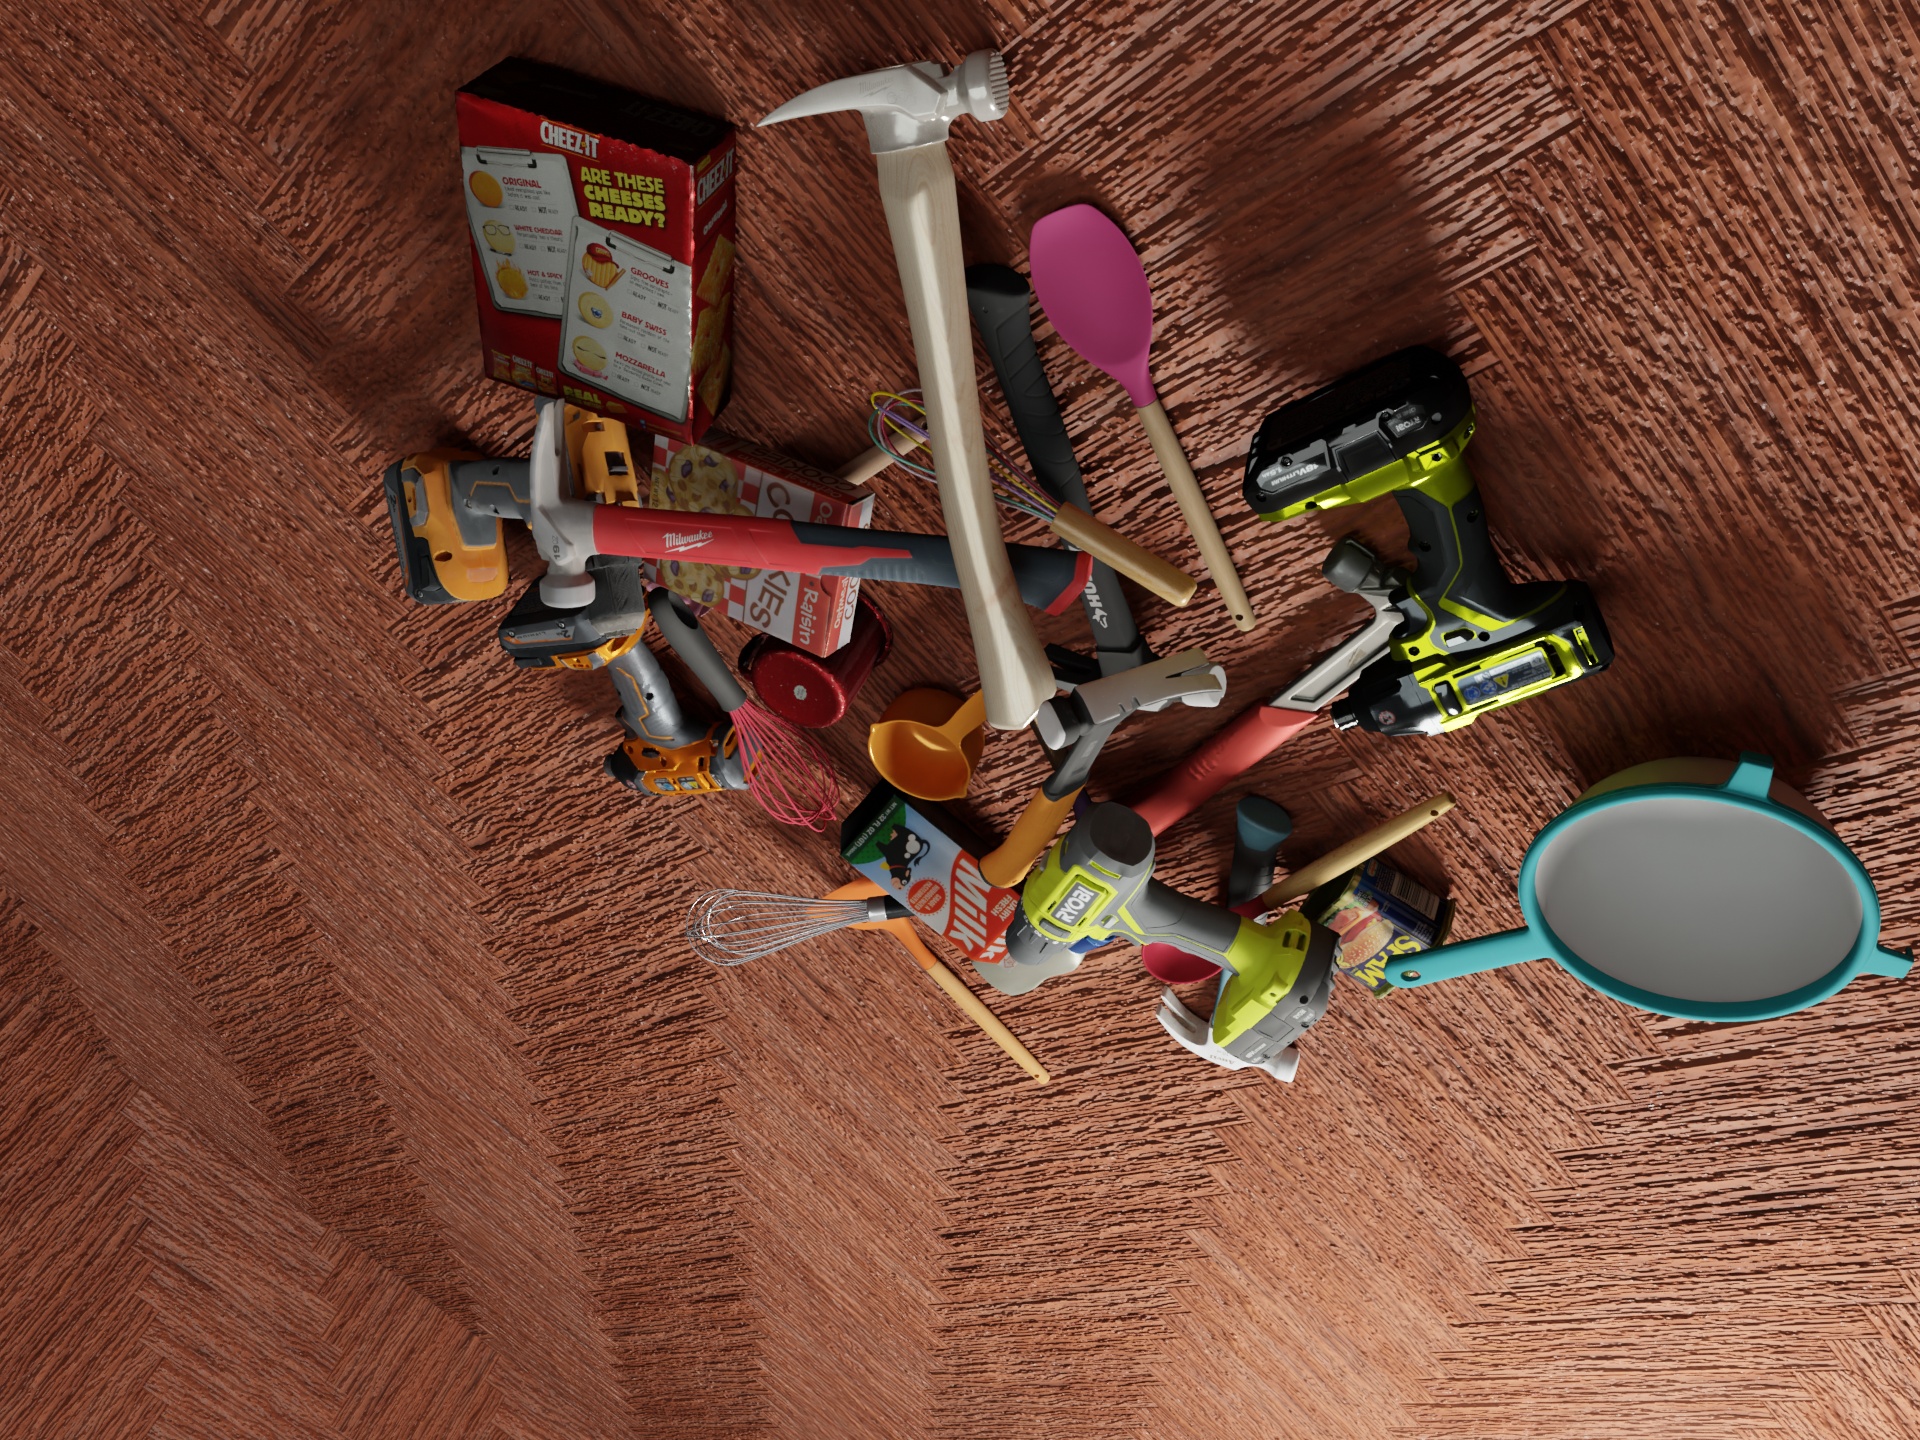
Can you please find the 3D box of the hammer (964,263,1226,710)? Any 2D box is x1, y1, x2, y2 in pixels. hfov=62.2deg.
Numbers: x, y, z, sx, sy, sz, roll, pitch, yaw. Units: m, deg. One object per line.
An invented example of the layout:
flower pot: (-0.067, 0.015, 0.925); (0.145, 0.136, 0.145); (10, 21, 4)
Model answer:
hammer: (0.067, -0.147, 1.063); (0.146, 0.035, 0.334); (5, 131, 38)

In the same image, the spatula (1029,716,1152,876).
spatula: (0.079, 0.032, 1.223); (0.060, 0.018, 0.315); (-8, 118, 43)

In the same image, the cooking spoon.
cooking spoon: (0.128, -0.183, 1.016); (0.069, 0.017, 0.318); (-13, 125, 28)

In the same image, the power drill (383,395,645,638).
power drill: (-0.329, -0.141, 1.207); (0.226, 0.084, 0.185); (-10, 92, 35)

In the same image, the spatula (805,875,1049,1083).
spatula: (-0.015, 0.253, 1.513); (0.081, 0.041, 0.322); (-30, 116, 25)

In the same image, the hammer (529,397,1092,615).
hammer: (-0.103, -0.131, 1.071); (0.386, 0.038, 0.143); (6, 111, 10)

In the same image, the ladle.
ladle: (0.251, 0.126, 1.208); (0.069, 0.031, 0.315); (36, 135, -15)

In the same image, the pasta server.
pasta server: (-0.124, -0.152, 1.167); (0.316, 0.040, 0.060); (-25, 99, 41)

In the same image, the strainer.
strainer: (0.443, 0.114, 1.090); (0.211, 0.095, 0.340); (47, 137, -17)

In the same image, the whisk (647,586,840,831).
whisk: (-0.175, -0.004, 1.294); (0.073, 0.073, 0.295); (0, 141, 28)

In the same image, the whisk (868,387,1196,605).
whisk: (0.044, -0.144, 1.023); (0.245, 0.051, 0.047); (32, 137, 5)

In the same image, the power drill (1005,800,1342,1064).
power drill: (0.153, 0.170, 1.215); (0.228, 0.080, 0.190); (27, 140, -3)

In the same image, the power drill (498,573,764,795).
power drill: (-0.288, -0.022, 1.357); (0.164, 0.084, 0.226); (-6, 132, 33)

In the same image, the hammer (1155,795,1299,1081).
hammer: (0.234, 0.185, 1.318); (0.128, 0.033, 0.330); (13, 136, 15)

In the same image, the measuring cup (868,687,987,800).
measuring cup: (-0.002, -0.004, 1.241); (0.095, 0.052, 0.173); (38, 136, -11)

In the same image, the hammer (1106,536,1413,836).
hammer: (0.223, 0.013, 1.149); (0.149, 0.037, 0.359); (36, 138, -8)

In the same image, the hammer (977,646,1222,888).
hammer: (0.077, 0.050, 1.163); (0.034, 0.127, 0.336); (64, 158, 18)

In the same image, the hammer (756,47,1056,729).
hammer: (-0.012, -0.184, 0.981); (0.146, 0.038, 0.410); (-3, 114, 20)

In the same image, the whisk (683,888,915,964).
whisk: (-0.106, 0.171, 1.410); (0.284, 0.070, 0.070); (-7, 132, 3)

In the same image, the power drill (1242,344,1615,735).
power drill: (0.268, -0.094, 0.957); (0.171, 0.080, 0.223); (-23, 115, 27)
